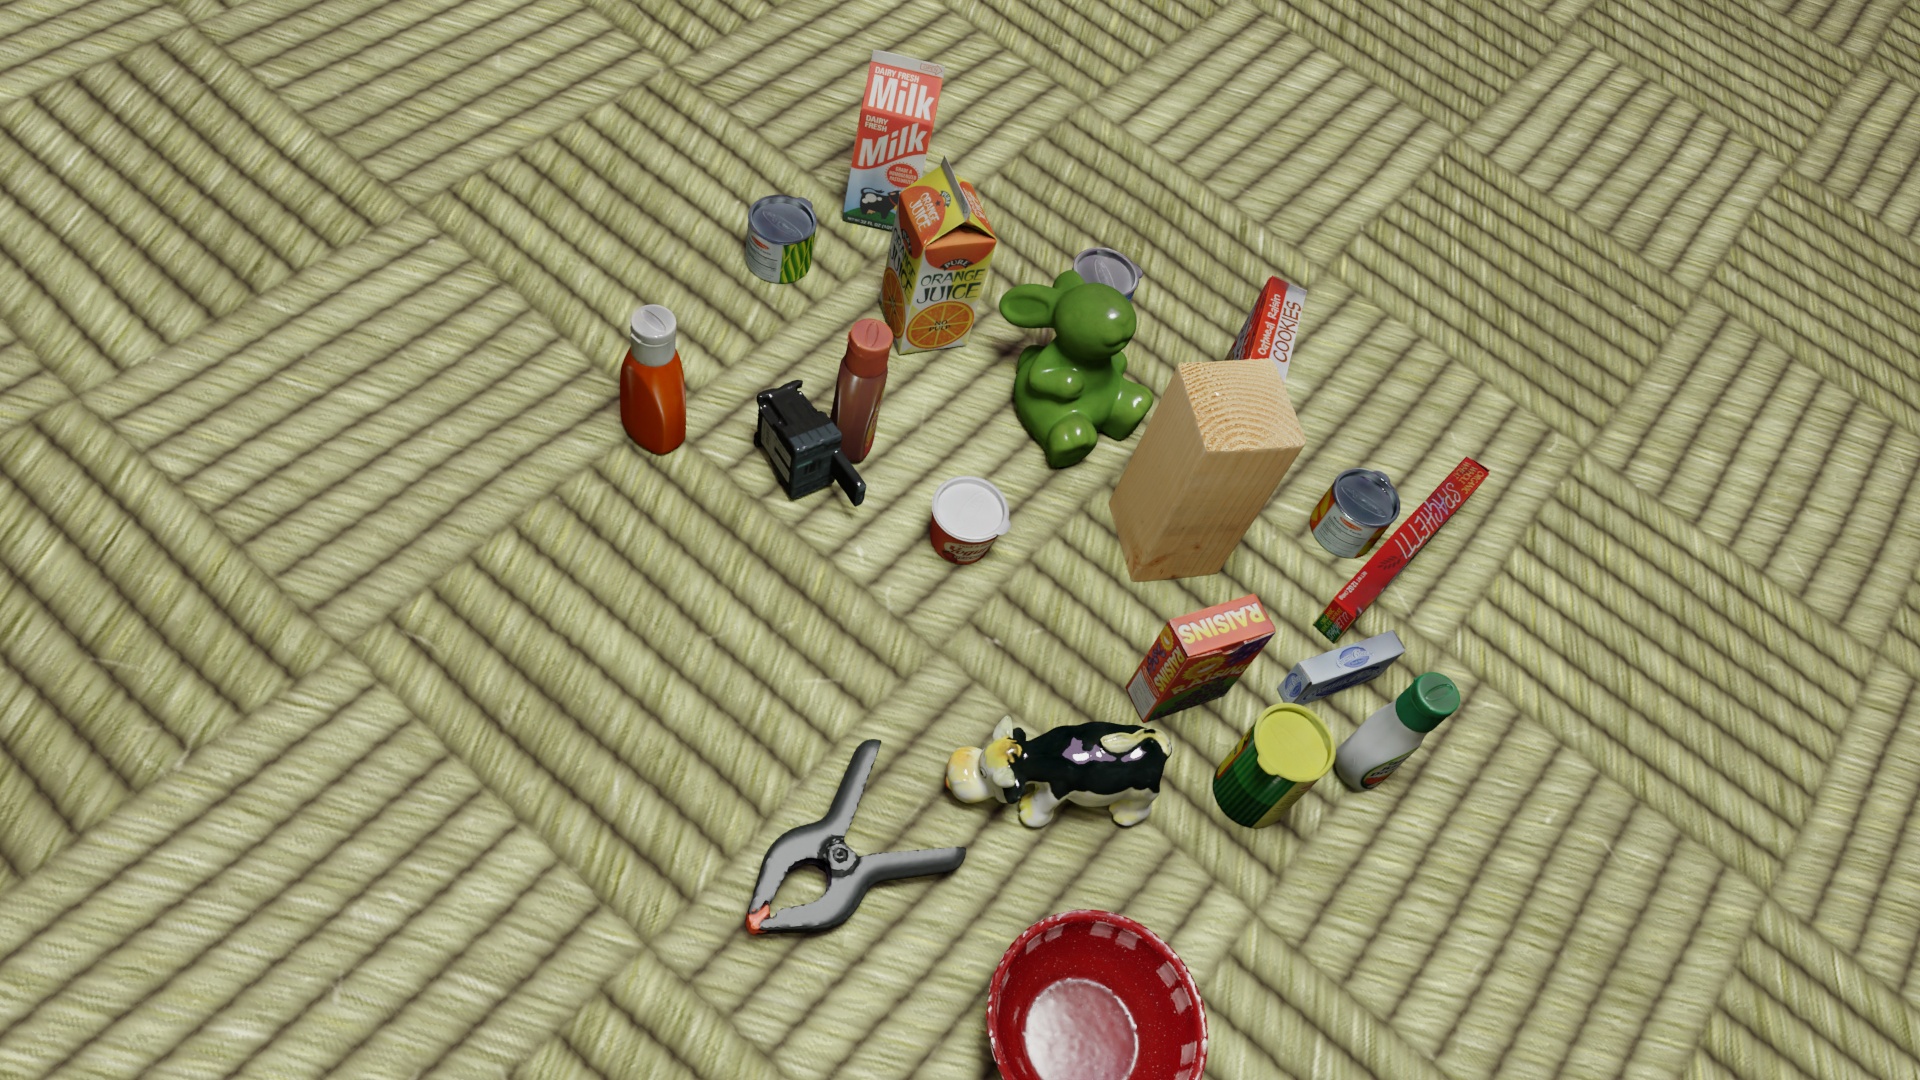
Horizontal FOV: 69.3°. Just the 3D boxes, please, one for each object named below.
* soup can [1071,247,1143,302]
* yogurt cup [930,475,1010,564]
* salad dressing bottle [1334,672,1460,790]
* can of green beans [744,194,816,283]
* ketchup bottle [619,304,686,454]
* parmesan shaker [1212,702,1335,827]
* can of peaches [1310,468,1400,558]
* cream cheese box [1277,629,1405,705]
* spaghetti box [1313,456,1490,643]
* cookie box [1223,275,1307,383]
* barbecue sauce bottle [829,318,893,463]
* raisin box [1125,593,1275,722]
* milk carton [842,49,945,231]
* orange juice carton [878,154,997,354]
[{"bbox_3d":[0.136,-0.237,1.375,0.071,0.083,0.072,6,57,-9],"label":"soup can"},{"bbox_3d":[0.004,-0.015,1.219,0.072,0.053,0.073,6,57,-9],"label":"yogurt cup"},{"bbox_3d":[0.354,0.155,1.130,0.064,0.147,0.044,-19,64,-23],"label":"salad dressing bottle"},{"bbox_3d":[-0.176,-0.294,1.357,0.071,0.057,0.071,6,57,-9],"label":"can of green beans"},{"bbox_3d":[-0.262,-0.138,1.182,0.065,0.148,0.044,42,59,15],"label":"ketchup bottle"},{"bbox_3d":[0.247,0.183,1.115,0.071,0.102,0.071,6,57,-9],"label":"parmesan shaker"},{"bbox_3d":[0.371,-0.026,1.306,0.071,0.057,0.071,6,57,-9],"label":"can of peaches"},{"bbox_3d":[0.331,0.112,1.209,0.104,0.053,0.024,-15,62,-21],"label":"cream cheese box"},{"bbox_3d":[0.416,0.005,1.300,0.029,0.050,0.251,42,59,15],"label":"spaghetti box"},{"bbox_3d":[0.264,-0.145,1.293,0.040,0.166,0.123,20,56,1],"label":"cookie box"},{"bbox_3d":[-0.088,-0.133,1.218,0.044,0.147,0.065,12,56,-5],"label":"barbecue sauce bottle"},{"bbox_3d":[0.196,0.099,1.146,0.086,0.122,0.040,-14,62,-21],"label":"raisin box"},{"bbox_3d":[-0.066,-0.400,1.371,0.072,0.189,0.074,11,56,-6],"label":"milk carton"},{"bbox_3d":[-0.020,-0.263,1.291,0.073,0.191,0.072,-11,61,-19],"label":"orange juice carton"}]
